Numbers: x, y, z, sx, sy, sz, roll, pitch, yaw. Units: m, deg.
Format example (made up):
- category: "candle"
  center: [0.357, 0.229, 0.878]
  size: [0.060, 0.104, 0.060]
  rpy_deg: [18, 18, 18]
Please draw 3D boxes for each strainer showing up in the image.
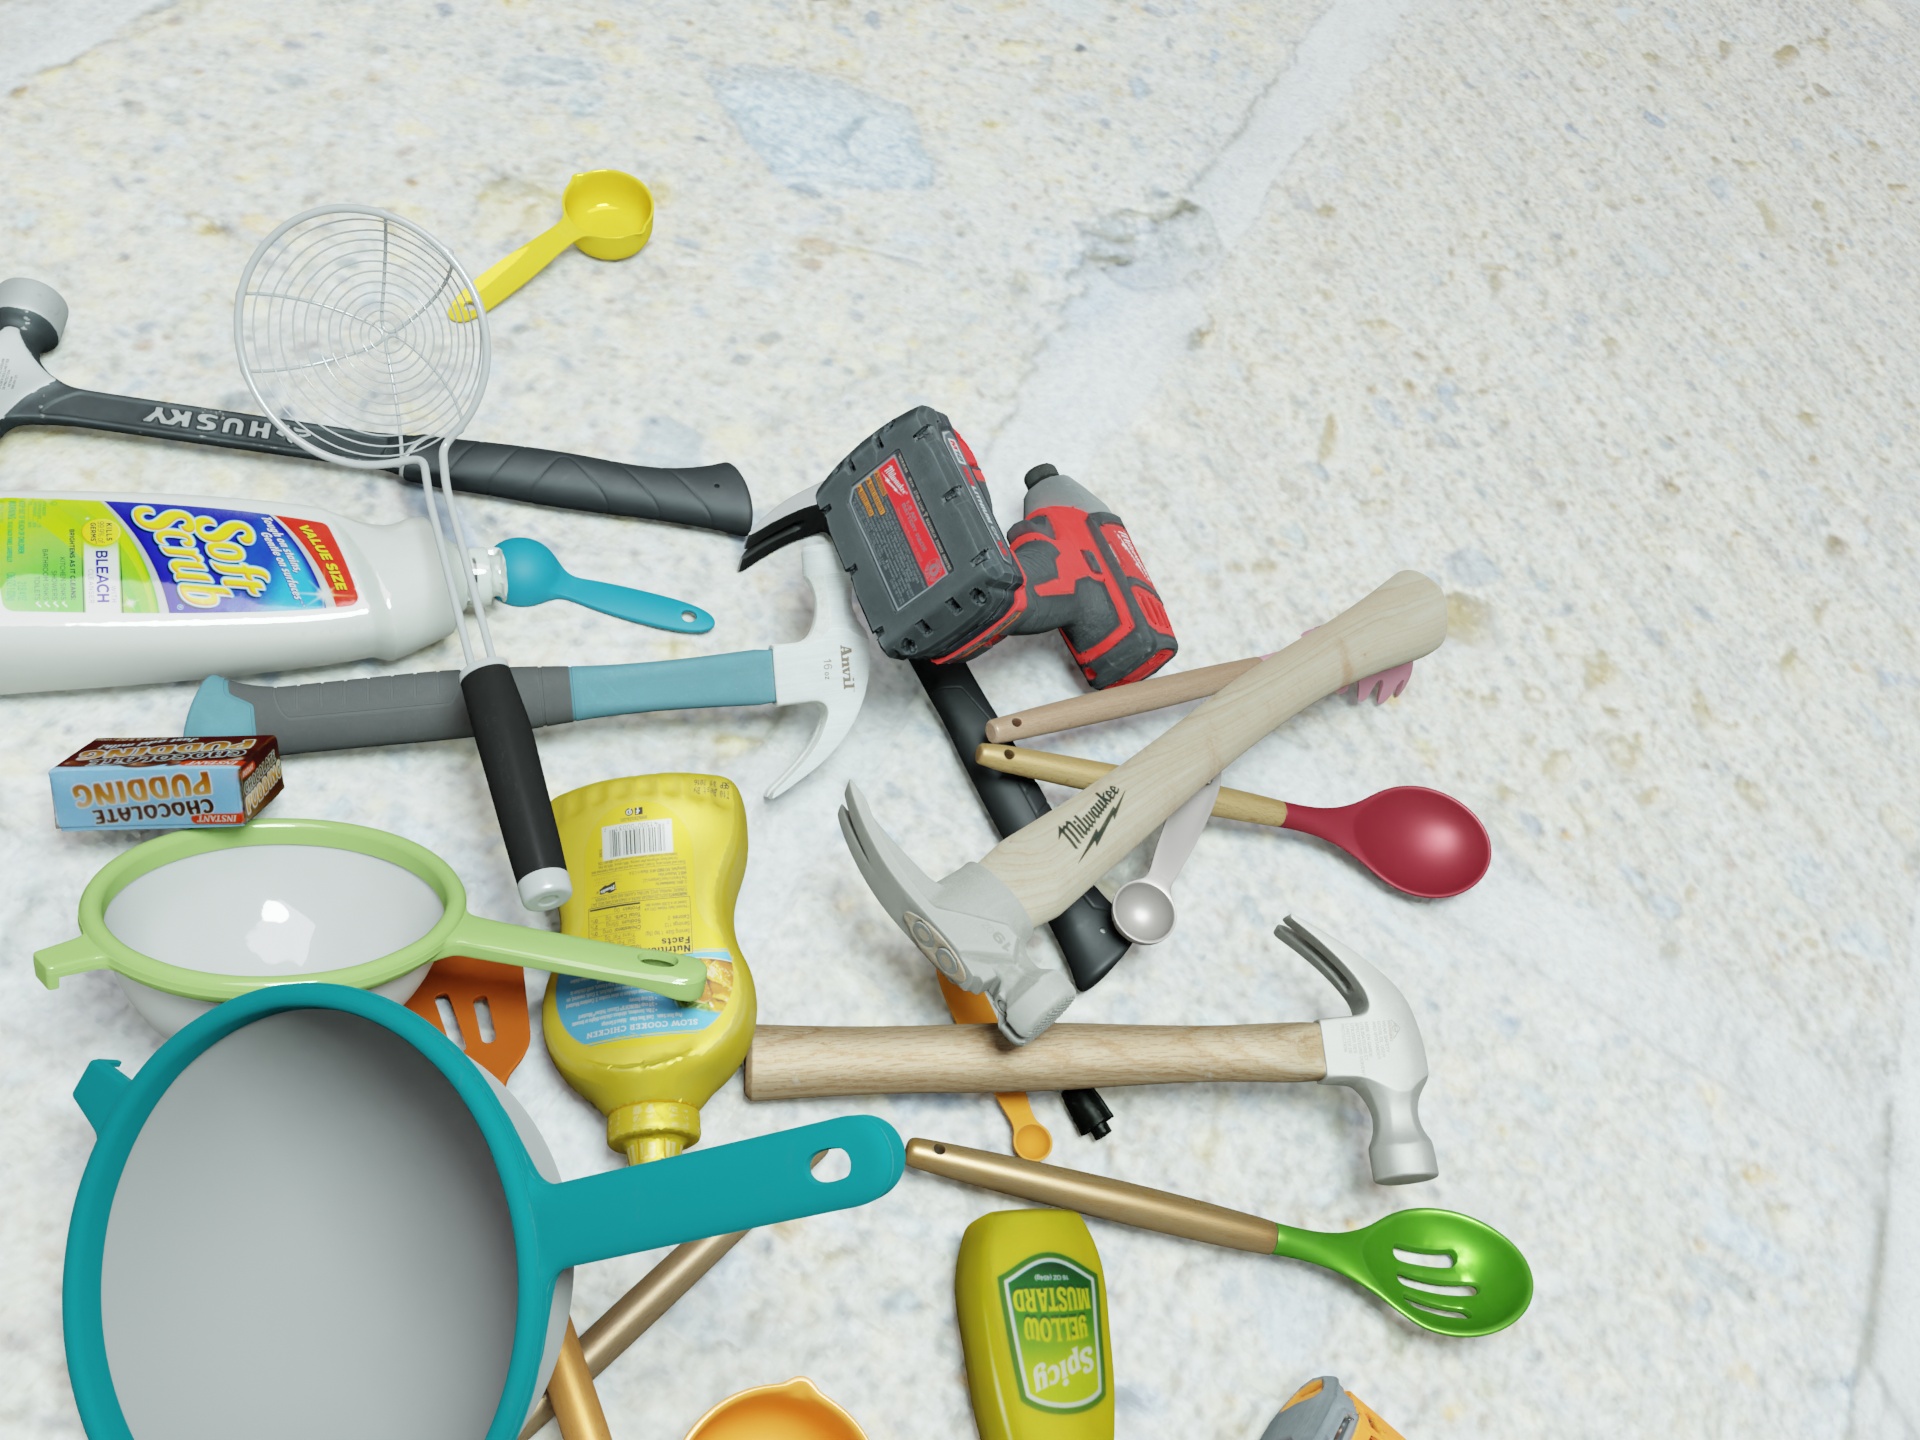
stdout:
- category: "strainer"
  center: [-0.166, 0.189, 0.587]
  size: [0.340, 0.095, 0.211]
  rpy_deg: [-16, 76, 16]
- category: "strainer"
  center: [-0.240, 0.111, 0.685]
  size: [0.256, 0.069, 0.152]
  rpy_deg: [10, 20, -4]

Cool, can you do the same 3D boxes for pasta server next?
- category: "pasta server"
  center: [0.149, -0.020, 0.922]
  size: [0.316, 0.040, 0.060]
  rpy_deg: [-13, 64, -29]

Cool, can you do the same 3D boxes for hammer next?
- category: "hammer"
  center: [-0.316, -0.143, 0.863]
  size: [0.408, 0.036, 0.149]
  rpy_deg: [7, 58, -14]
- category: "hammer"
  center: [0.124, 0.005, 0.846]
  size: [0.410, 0.038, 0.146]
  rpy_deg: [-32, 69, -34]
- category: "hammer"
  center: [-0.208, -0.013, 0.792]
  size: [0.331, 0.033, 0.128]
  rpy_deg: [-6, 92, -14]
- category: "hammer"
  center: [0.063, 0.159, 0.766]
  size: [0.331, 0.031, 0.130]
  rpy_deg: [1, 64, -8]
- category: "hammer"
  center: [-0.001, -0.003, 0.876]
  size: [0.146, 0.035, 0.335]
  rpy_deg: [-16, 65, -27]

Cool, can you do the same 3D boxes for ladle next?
- category: "ladle"
  center: [0.155, 0.048, 0.878]
  size: [0.315, 0.031, 0.069]
  rpy_deg: [12, 61, -19]

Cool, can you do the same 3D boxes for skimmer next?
- category: "skimmer"
  center: [-0.251, -0.082, 0.738]
  size: [0.127, 0.090, 0.364]
  rpy_deg: [-26, 64, 6]

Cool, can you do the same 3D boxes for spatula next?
- category: "spatula"
  center: [-0.175, 0.232, 0.656]
  size: [0.081, 0.041, 0.323]
  rpy_deg: [-16, 63, -23]

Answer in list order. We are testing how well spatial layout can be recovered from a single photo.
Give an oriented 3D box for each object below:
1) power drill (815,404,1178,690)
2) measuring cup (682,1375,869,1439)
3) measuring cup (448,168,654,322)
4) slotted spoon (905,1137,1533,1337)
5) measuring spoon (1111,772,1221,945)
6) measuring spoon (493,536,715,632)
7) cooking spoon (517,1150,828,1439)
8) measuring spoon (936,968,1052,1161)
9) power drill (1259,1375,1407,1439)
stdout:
- category: "power drill"
  center: [0.029, -0.092, 0.866]
  size: [0.219, 0.078, 0.143]
  rpy_deg: [5, 56, -55]
- category: "measuring cup"
  center: [-0.038, 0.328, 0.640]
  size: [0.173, 0.052, 0.095]
  rpy_deg: [18, 54, -9]
- category: "measuring cup"
  center: [-0.255, -0.286, 0.989]
  size: [0.062, 0.029, 0.156]
  rpy_deg: [41, 67, 10]
- category: "slotted spoon"
  center: [0.124, 0.240, 0.759]
  size: [0.313, 0.031, 0.070]
  rpy_deg: [15, 38, -8]
- category: "measuring spoon"
  center: [0.110, 0.068, 0.835]
  size: [0.034, 0.018, 0.124]
  rpy_deg: [30, 56, 1]
- category: "measuring spoon"
  center: [-0.195, -0.073, 0.864]
  size: [0.128, 0.021, 0.042]
  rpy_deg: [15, 55, -7]
- category: "cooking spoon"
  center: [-0.170, 0.276, 0.649]
  size: [0.069, 0.017, 0.319]
  rpy_deg: [43, 56, 13]
- category: "measuring spoon"
  center: [0.014, 0.166, 0.789]
  size: [0.021, 0.011, 0.117]
  rpy_deg: [-15, 60, -22]
- category: "power drill"
  center: [0.158, 0.406, 0.637]
  size: [0.164, 0.084, 0.226]
  rpy_deg: [39, 51, 8]
